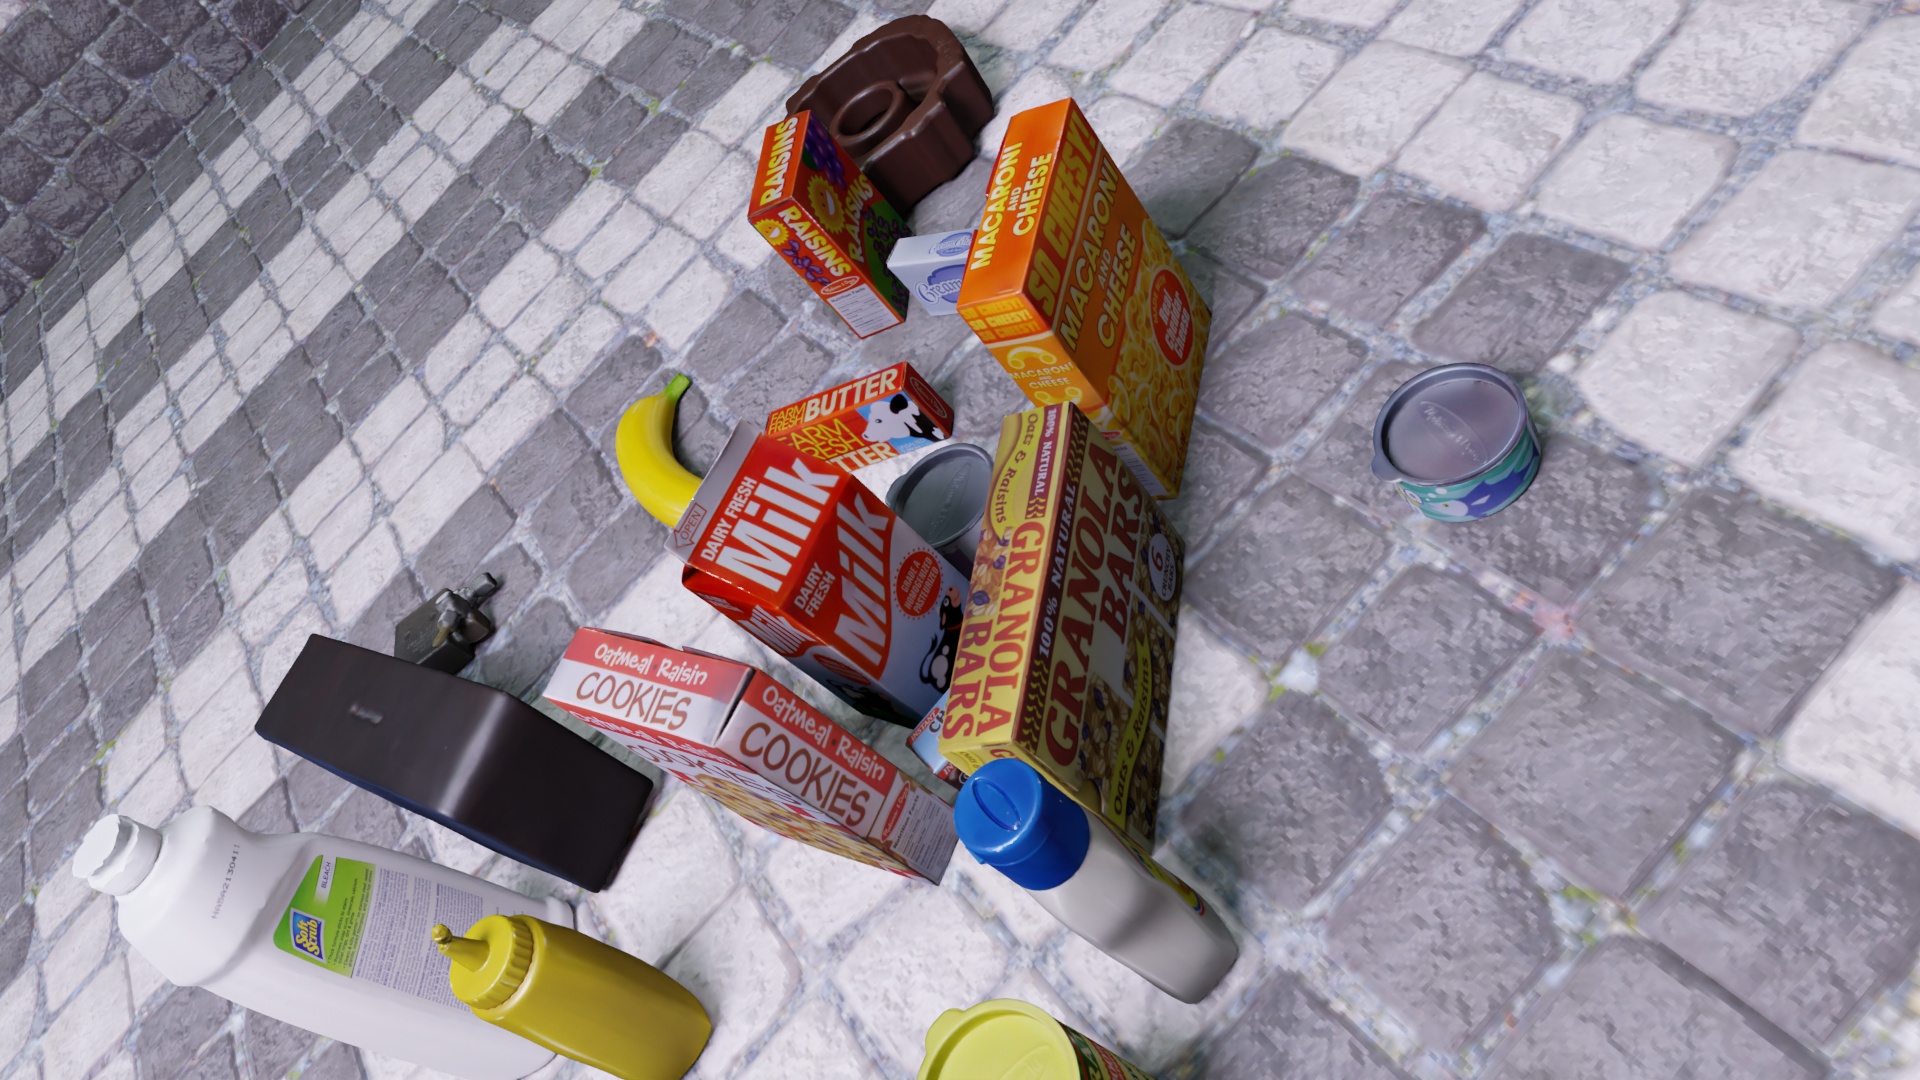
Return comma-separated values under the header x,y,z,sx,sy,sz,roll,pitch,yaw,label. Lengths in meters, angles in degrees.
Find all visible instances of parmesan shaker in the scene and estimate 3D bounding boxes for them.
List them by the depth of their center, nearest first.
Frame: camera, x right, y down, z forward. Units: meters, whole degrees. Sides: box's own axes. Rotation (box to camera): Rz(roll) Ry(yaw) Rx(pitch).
x,y,z,sx,sy,sz,roll,pitch,yaw,label
0.036,0.214,0.510,0.071,0.103,0.071,-20,49,25,parmesan shaker

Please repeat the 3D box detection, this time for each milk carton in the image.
x,y,z,sx,sy,sz,roll,pitch,yaw,label
-0.061,0.022,0.666,0.073,0.190,0.072,9,65,41,milk carton

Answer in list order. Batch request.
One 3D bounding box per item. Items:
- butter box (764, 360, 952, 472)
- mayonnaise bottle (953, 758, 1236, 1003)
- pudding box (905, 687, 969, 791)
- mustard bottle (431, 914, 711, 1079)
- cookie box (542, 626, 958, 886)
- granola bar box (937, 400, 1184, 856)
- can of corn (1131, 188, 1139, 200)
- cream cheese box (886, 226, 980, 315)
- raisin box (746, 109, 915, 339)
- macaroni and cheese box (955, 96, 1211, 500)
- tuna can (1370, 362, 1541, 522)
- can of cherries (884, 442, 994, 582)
x,y,z,sx,sy,sz,roll,pitch,yaw,label
-0.062,-0.070,0.836,0.103,0.053,0.024,-16,50,27,butter box
0.051,0.129,0.530,0.041,0.147,0.065,-48,43,-2,mayonnaise bottle
0.019,0.081,0.663,0.084,0.049,0.030,-49,43,-4,pudding box
-0.185,0.207,0.641,0.065,0.160,0.049,21,73,44,mustard bottle
-0.093,0.101,0.646,0.123,0.167,0.040,7,63,40,cookie box
0.052,0.041,0.614,0.039,0.124,0.166,-10,53,32,granola bar box
0.081,-0.160,0.793,0.071,0.058,0.071,-20,49,25,can of corn
0.010,-0.166,0.854,0.104,0.053,0.024,1,60,38,cream cheese box
-0.081,-0.204,0.901,0.040,0.123,0.086,-16,50,28,raisin box
0.066,-0.113,0.689,0.040,0.166,0.124,-7,55,34,macaroni and cheese box
0.219,-0.042,0.617,0.071,0.032,0.071,-20,49,24,tuna can
0.003,-0.009,0.737,0.071,0.058,0.072,-20,49,25,can of cherries
